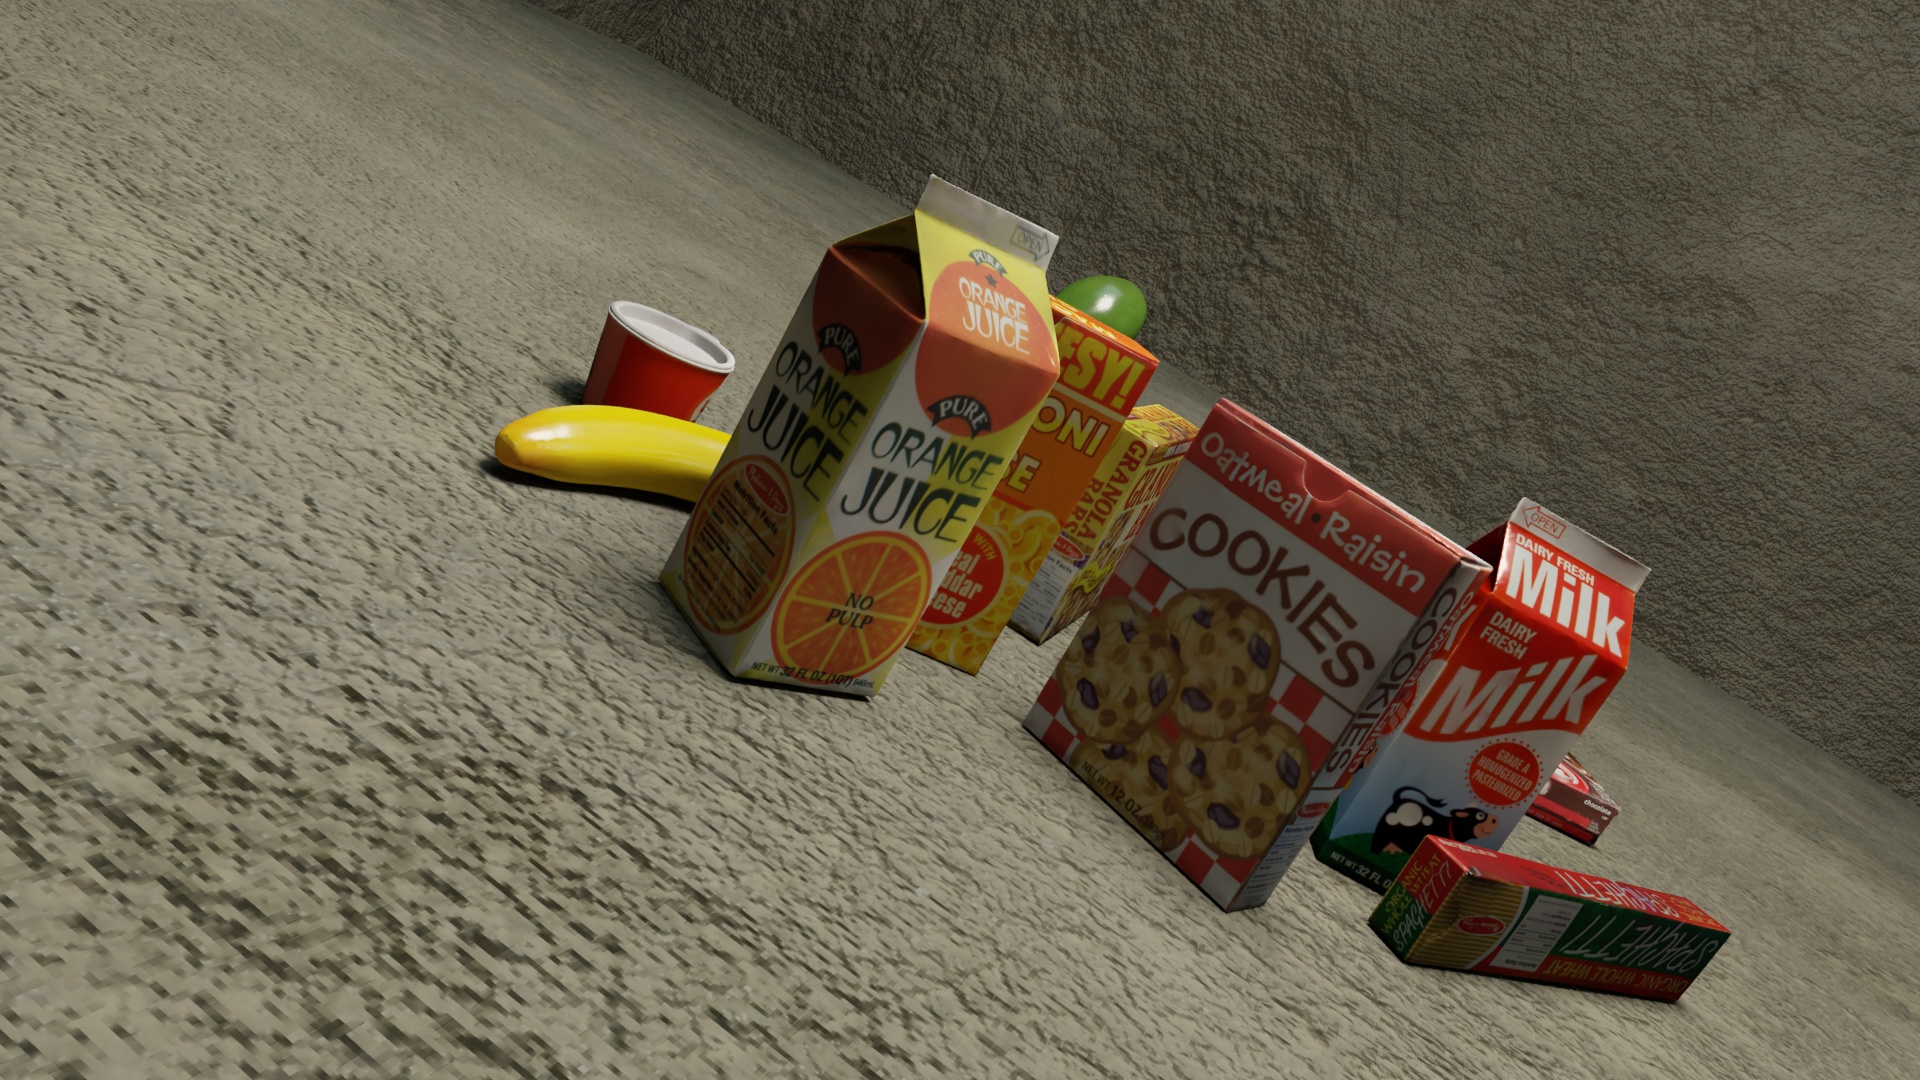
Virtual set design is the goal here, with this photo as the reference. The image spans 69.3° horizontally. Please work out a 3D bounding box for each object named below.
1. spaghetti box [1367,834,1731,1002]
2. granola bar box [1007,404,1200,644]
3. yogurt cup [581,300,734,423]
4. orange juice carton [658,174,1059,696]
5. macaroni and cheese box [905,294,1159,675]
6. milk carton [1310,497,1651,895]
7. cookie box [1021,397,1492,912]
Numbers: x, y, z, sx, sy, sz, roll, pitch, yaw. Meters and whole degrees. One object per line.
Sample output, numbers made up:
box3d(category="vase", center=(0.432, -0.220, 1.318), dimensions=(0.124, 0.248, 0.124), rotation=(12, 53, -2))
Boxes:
box3d(category="spaghetti box", center=(0.289, 0.185, 0.664), dimensions=(0.250, 0.050, 0.029), rotation=(19, 18, -36))
box3d(category="granola bar box", center=(0.080, -0.015, 0.790), dimensions=(0.039, 0.124, 0.166), rotation=(33, 15, 12))
box3d(category="yogurt cup", center=(-0.156, -0.082, 0.704), dimensions=(0.072, 0.053, 0.072), rotation=(28, 14, -8))
box3d(category="orange juice carton", center=(-0.032, -0.041, 0.526), dimensions=(0.072, 0.192, 0.073), rotation=(16, 20, -44))
box3d(category="macaroni and cheese box", center=(-0.008, -0.037, 0.612), dimensions=(0.124, 0.166, 0.040), rotation=(25, 15, -19))
box3d(category="milk carton", center=(0.244, 0.077, 0.661), dimensions=(0.072, 0.190, 0.073), rotation=(29, 14, -2))
box3d(category="cookie box", center=(0.115, 0.045, 0.569), dimensions=(0.123, 0.167, 0.040), rotation=(40, 17, 35))
